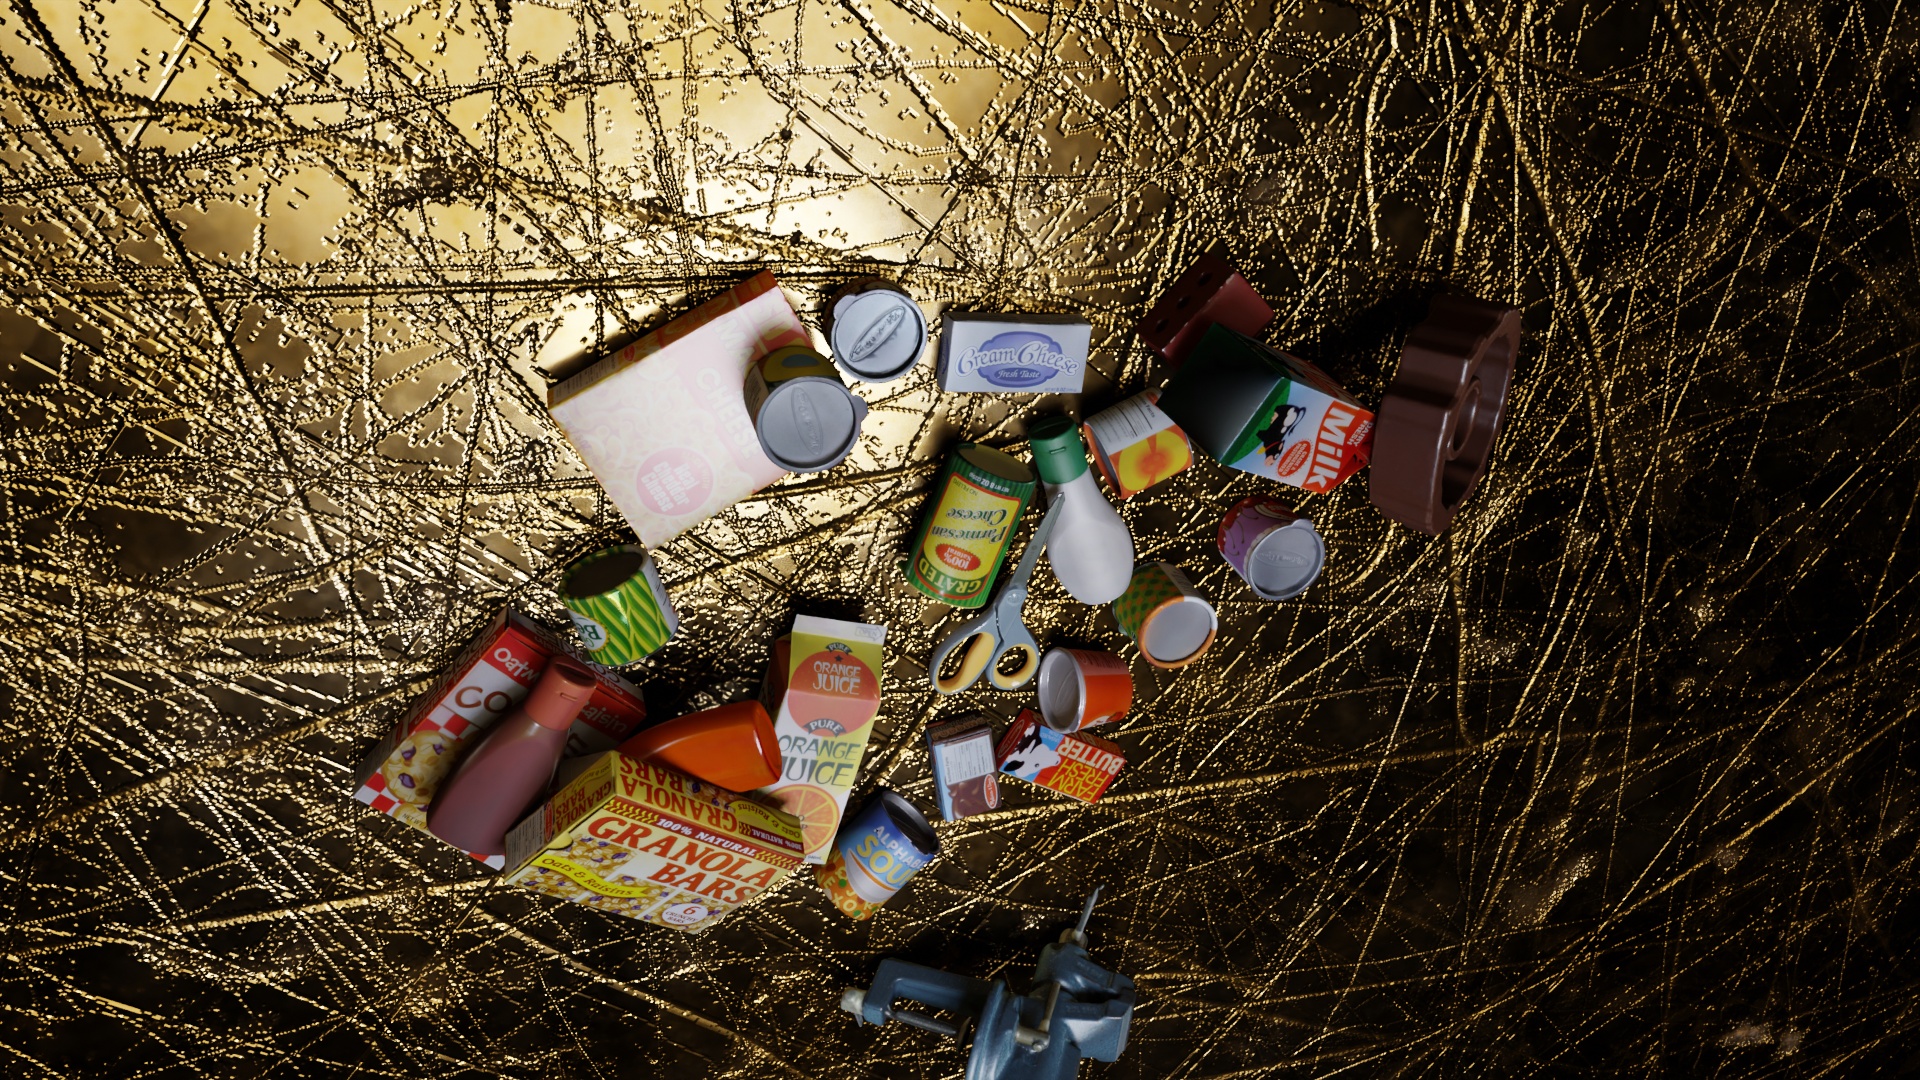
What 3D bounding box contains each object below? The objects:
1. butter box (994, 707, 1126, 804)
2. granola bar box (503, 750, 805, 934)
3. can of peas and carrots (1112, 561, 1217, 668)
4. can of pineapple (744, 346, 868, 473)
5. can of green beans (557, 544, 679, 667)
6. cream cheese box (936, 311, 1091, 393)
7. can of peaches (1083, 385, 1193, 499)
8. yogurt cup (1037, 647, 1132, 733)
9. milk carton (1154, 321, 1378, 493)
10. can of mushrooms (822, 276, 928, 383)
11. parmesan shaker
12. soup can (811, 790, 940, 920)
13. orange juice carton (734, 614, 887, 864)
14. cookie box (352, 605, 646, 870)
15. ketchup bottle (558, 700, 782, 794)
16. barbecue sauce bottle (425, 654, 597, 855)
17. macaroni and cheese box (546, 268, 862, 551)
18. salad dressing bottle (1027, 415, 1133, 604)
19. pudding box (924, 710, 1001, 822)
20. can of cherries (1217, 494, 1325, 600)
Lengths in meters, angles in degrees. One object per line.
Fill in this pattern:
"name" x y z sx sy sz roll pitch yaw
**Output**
"butter box" 0.082 0.180 1.153 0.103 0.024 0.053 24 108 -27
"granola bar box" -0.210 0.214 0.964 0.124 0.039 0.165 -38 134 25
"can of peas and carrots" 0.159 0.061 1.095 0.071 0.059 0.070 -8 118 -14
"can of pineapple" -0.100 -0.084 0.885 0.071 0.058 0.070 -8 119 -14
"can of green beans" -0.234 0.044 0.952 0.071 0.071 0.057 -21 121 -6
"cream cheese box" 0.037 -0.132 0.974 0.104 0.024 0.053 -2 116 -18
"can of peaches" 0.129 -0.069 1.013 0.058 0.071 0.071 -26 122 -3
"yogurt cup" 0.100 0.118 1.104 0.054 0.072 0.072 -1 117 -27
"milk carton" 0.232 -0.088 0.994 0.191 0.072 0.073 9 121 -49
"can of mushrooms" -0.059 -0.143 0.931 0.071 0.033 0.070 -8 119 -14
"parmesan shaker" 0.004 -0.013 1.002 0.071 0.071 0.102 13 112 -24
"soup can" -0.068 0.254 1.115 0.083 0.071 0.071 -45 121 8
"orange juice carton" -0.114 0.142 1.039 0.072 0.073 0.191 11 112 -20
"cookie box" -0.326 0.143 0.989 0.167 0.040 0.122 -46 121 8
"ketchup bottle" -0.204 0.156 0.970 0.149 0.044 0.064 -13 123 4
"barbecue sauce bottle" -0.301 0.146 0.948 0.065 0.044 0.148 29 105 -30
"macaroni and cheese box" -0.168 -0.086 0.921 0.166 0.040 0.123 -29 122 -1
"salad dressing bottle" 0.088 -0.022 1.037 0.064 0.044 0.147 -17 120 6
"pudding box" 0.002 0.183 1.125 0.050 0.030 0.083 -15 120 -12
"can of cherries" 0.245 0.002 1.093 0.071 0.058 0.071 -7 118 -13
